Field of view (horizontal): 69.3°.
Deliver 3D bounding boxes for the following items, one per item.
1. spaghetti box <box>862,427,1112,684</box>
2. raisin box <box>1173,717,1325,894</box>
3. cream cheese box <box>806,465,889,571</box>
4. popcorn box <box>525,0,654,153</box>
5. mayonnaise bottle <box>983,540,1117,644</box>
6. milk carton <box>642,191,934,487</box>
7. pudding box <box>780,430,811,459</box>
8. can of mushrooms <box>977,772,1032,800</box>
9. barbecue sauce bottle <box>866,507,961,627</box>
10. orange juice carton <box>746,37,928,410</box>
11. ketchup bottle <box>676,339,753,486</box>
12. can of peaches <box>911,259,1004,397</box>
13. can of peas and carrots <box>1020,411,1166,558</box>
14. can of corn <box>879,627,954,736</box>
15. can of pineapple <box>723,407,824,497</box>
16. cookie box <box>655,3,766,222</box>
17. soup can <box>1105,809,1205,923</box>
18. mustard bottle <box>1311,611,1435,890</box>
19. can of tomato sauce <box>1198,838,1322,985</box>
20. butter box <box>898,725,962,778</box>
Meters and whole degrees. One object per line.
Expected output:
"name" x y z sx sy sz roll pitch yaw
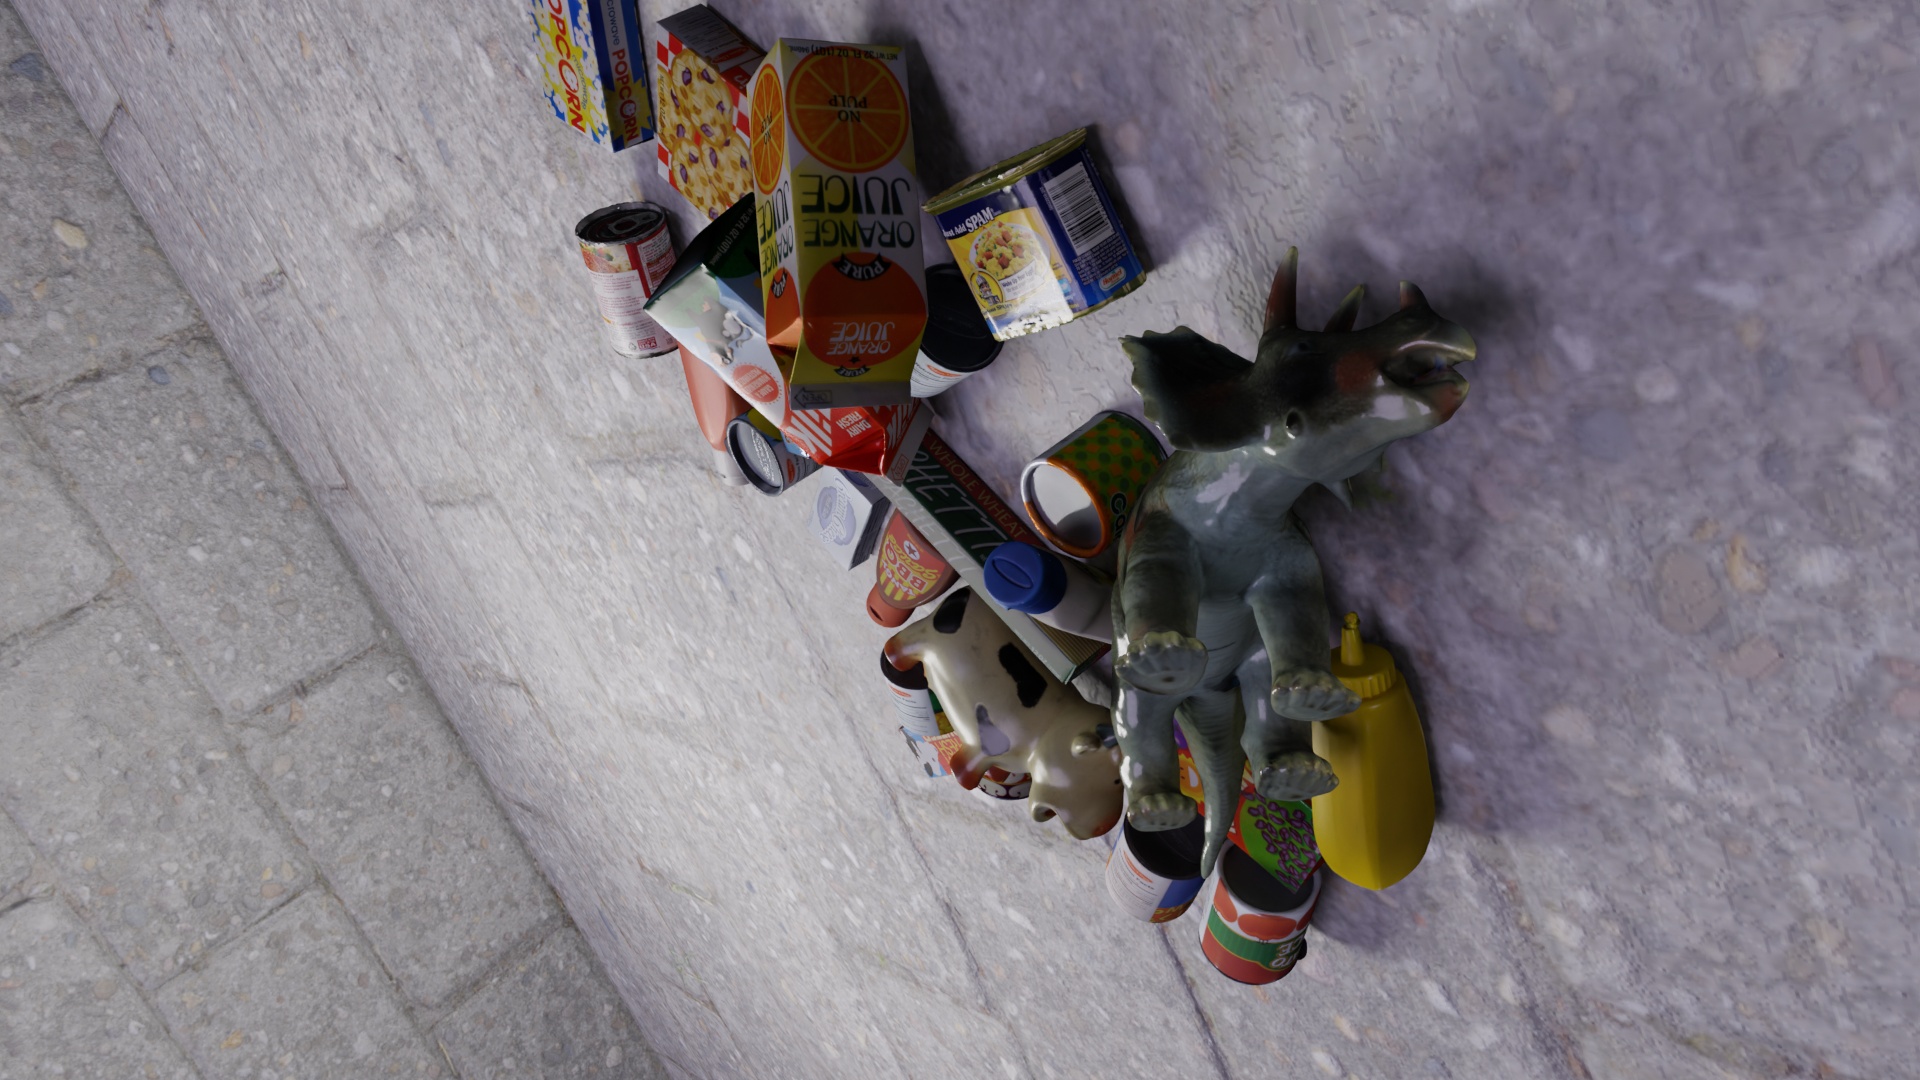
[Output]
"spaghetti box" 0.003 -0.012 0.922 0.250 0.050 0.028 46 146 14
"raisin box" 0.178 0.144 0.845 0.123 0.040 0.085 39 146 22
"cream cheese box" -0.085 -0.024 1.058 0.053 0.024 0.103 45 148 13
"popcorn box" -0.261 -0.347 0.970 0.085 0.038 0.126 36 145 28
"mayonnaise bottle" 0.059 0.029 0.811 0.065 0.041 0.148 34 -174 26
"milk carton" -0.094 -0.117 0.871 0.190 0.073 0.073 41 141 -23
"pudding box" -0.110 -0.106 0.986 0.030 0.050 0.083 17 133 48
"can of mushrooms" 0.040 0.156 1.022 0.071 0.071 0.033 32 141 33
"barbecue sauce bottle" -0.034 0.019 1.010 0.065 0.044 0.147 48 149 9
"orange juice carton" -0.067 -0.167 0.760 0.073 0.072 0.192 170 96 -67
"ketchup bottle" -0.186 -0.110 1.094 0.065 0.044 0.148 32 143 34
"can of peaches" -0.015 -0.125 0.823 0.071 0.071 0.058 58 150 -6
"can of peas and carrots" 0.078 -0.030 0.791 0.071 0.059 0.070 35 145 30
"can of corn" -0.021 0.104 1.054 0.071 0.071 0.058 29 147 36
"can of pineapple" -0.134 -0.076 1.041 0.071 0.058 0.070 34 144 30
"cookie box" -0.128 -0.241 0.887 0.168 0.040 0.122 43 148 18
"soup can" 0.138 0.212 0.939 0.071 0.071 0.083 41 151 22
"mustard bottle" 0.215 0.106 0.737 0.049 0.065 0.159 15 125 49
"can of tomato sauce" 0.192 0.234 0.887 0.071 0.071 0.082 35 143 30
"butter box" -0.008 0.164 1.136 0.053 0.024 0.103 56 150 -4
